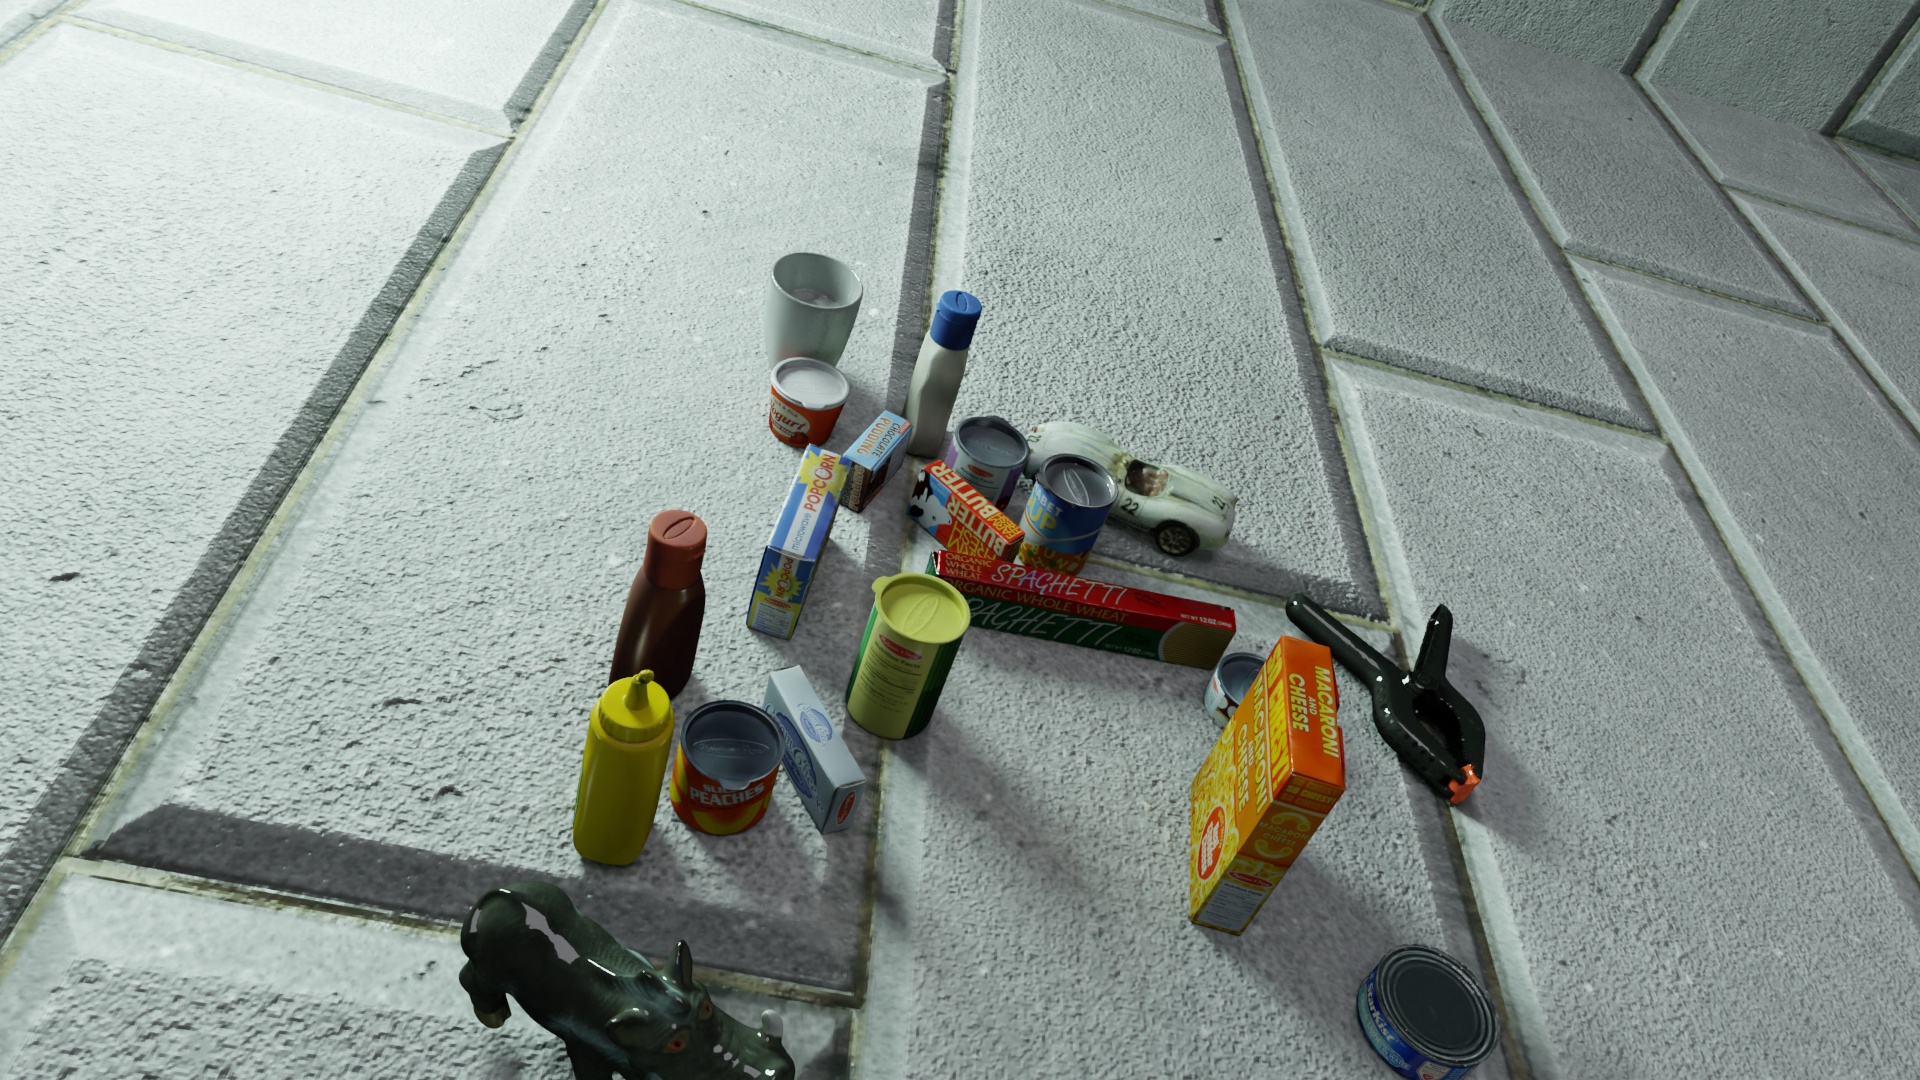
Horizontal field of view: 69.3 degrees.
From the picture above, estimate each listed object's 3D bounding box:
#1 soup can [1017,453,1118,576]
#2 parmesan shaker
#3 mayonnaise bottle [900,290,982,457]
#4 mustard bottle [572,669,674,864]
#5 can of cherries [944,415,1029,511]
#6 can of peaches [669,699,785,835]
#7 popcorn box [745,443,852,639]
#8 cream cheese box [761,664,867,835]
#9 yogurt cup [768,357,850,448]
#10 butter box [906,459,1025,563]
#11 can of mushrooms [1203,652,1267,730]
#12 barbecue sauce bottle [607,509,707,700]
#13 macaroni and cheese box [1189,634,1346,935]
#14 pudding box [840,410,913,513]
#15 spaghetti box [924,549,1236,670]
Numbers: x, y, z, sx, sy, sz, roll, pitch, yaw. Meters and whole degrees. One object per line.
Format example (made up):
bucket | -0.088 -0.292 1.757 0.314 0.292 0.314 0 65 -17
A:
soup can | 0.083 -0.020 1.148 0.071 0.083 0.072 12 41 -10
parmesan shaker | -0.041 0.080 0.971 0.071 0.102 0.072 12 41 -10
mayonnaise bottle | -0.018 -0.145 1.196 0.041 0.147 0.065 9 41 -13
mustard bottle | -0.196 0.125 0.813 0.049 0.159 0.066 12 41 -10
can of cherries | 0.020 -0.065 1.192 0.071 0.058 0.072 12 41 -10
can of peaches | -0.150 0.147 0.886 0.071 0.057 0.071 12 41 -10
popcorn box | -0.120 0.000 1.041 0.038 0.084 0.127 18 40 -3
cream cheese box | -0.100 0.138 0.920 0.024 0.053 0.104 -12 50 -32
yogurt cup | -0.133 -0.116 1.189 0.072 0.053 0.073 12 41 -10
butter box | 0.004 -0.014 1.133 0.104 0.052 0.024 41 44 23
can of mushrooms | 0.228 0.124 1.087 0.071 0.033 0.071 12 41 -10
barbecue sauce bottle | -0.194 0.045 0.911 0.044 0.147 0.065 33 42 15
macaroni and cheese box | 0.202 0.164 0.929 0.040 0.165 0.124 17 40 -5
pudding box | -0.073 -0.067 1.162 0.030 0.049 0.084 27 41 8
spaghetti box | 0.092 0.056 1.094 0.250 0.049 0.029 11 41 -11
